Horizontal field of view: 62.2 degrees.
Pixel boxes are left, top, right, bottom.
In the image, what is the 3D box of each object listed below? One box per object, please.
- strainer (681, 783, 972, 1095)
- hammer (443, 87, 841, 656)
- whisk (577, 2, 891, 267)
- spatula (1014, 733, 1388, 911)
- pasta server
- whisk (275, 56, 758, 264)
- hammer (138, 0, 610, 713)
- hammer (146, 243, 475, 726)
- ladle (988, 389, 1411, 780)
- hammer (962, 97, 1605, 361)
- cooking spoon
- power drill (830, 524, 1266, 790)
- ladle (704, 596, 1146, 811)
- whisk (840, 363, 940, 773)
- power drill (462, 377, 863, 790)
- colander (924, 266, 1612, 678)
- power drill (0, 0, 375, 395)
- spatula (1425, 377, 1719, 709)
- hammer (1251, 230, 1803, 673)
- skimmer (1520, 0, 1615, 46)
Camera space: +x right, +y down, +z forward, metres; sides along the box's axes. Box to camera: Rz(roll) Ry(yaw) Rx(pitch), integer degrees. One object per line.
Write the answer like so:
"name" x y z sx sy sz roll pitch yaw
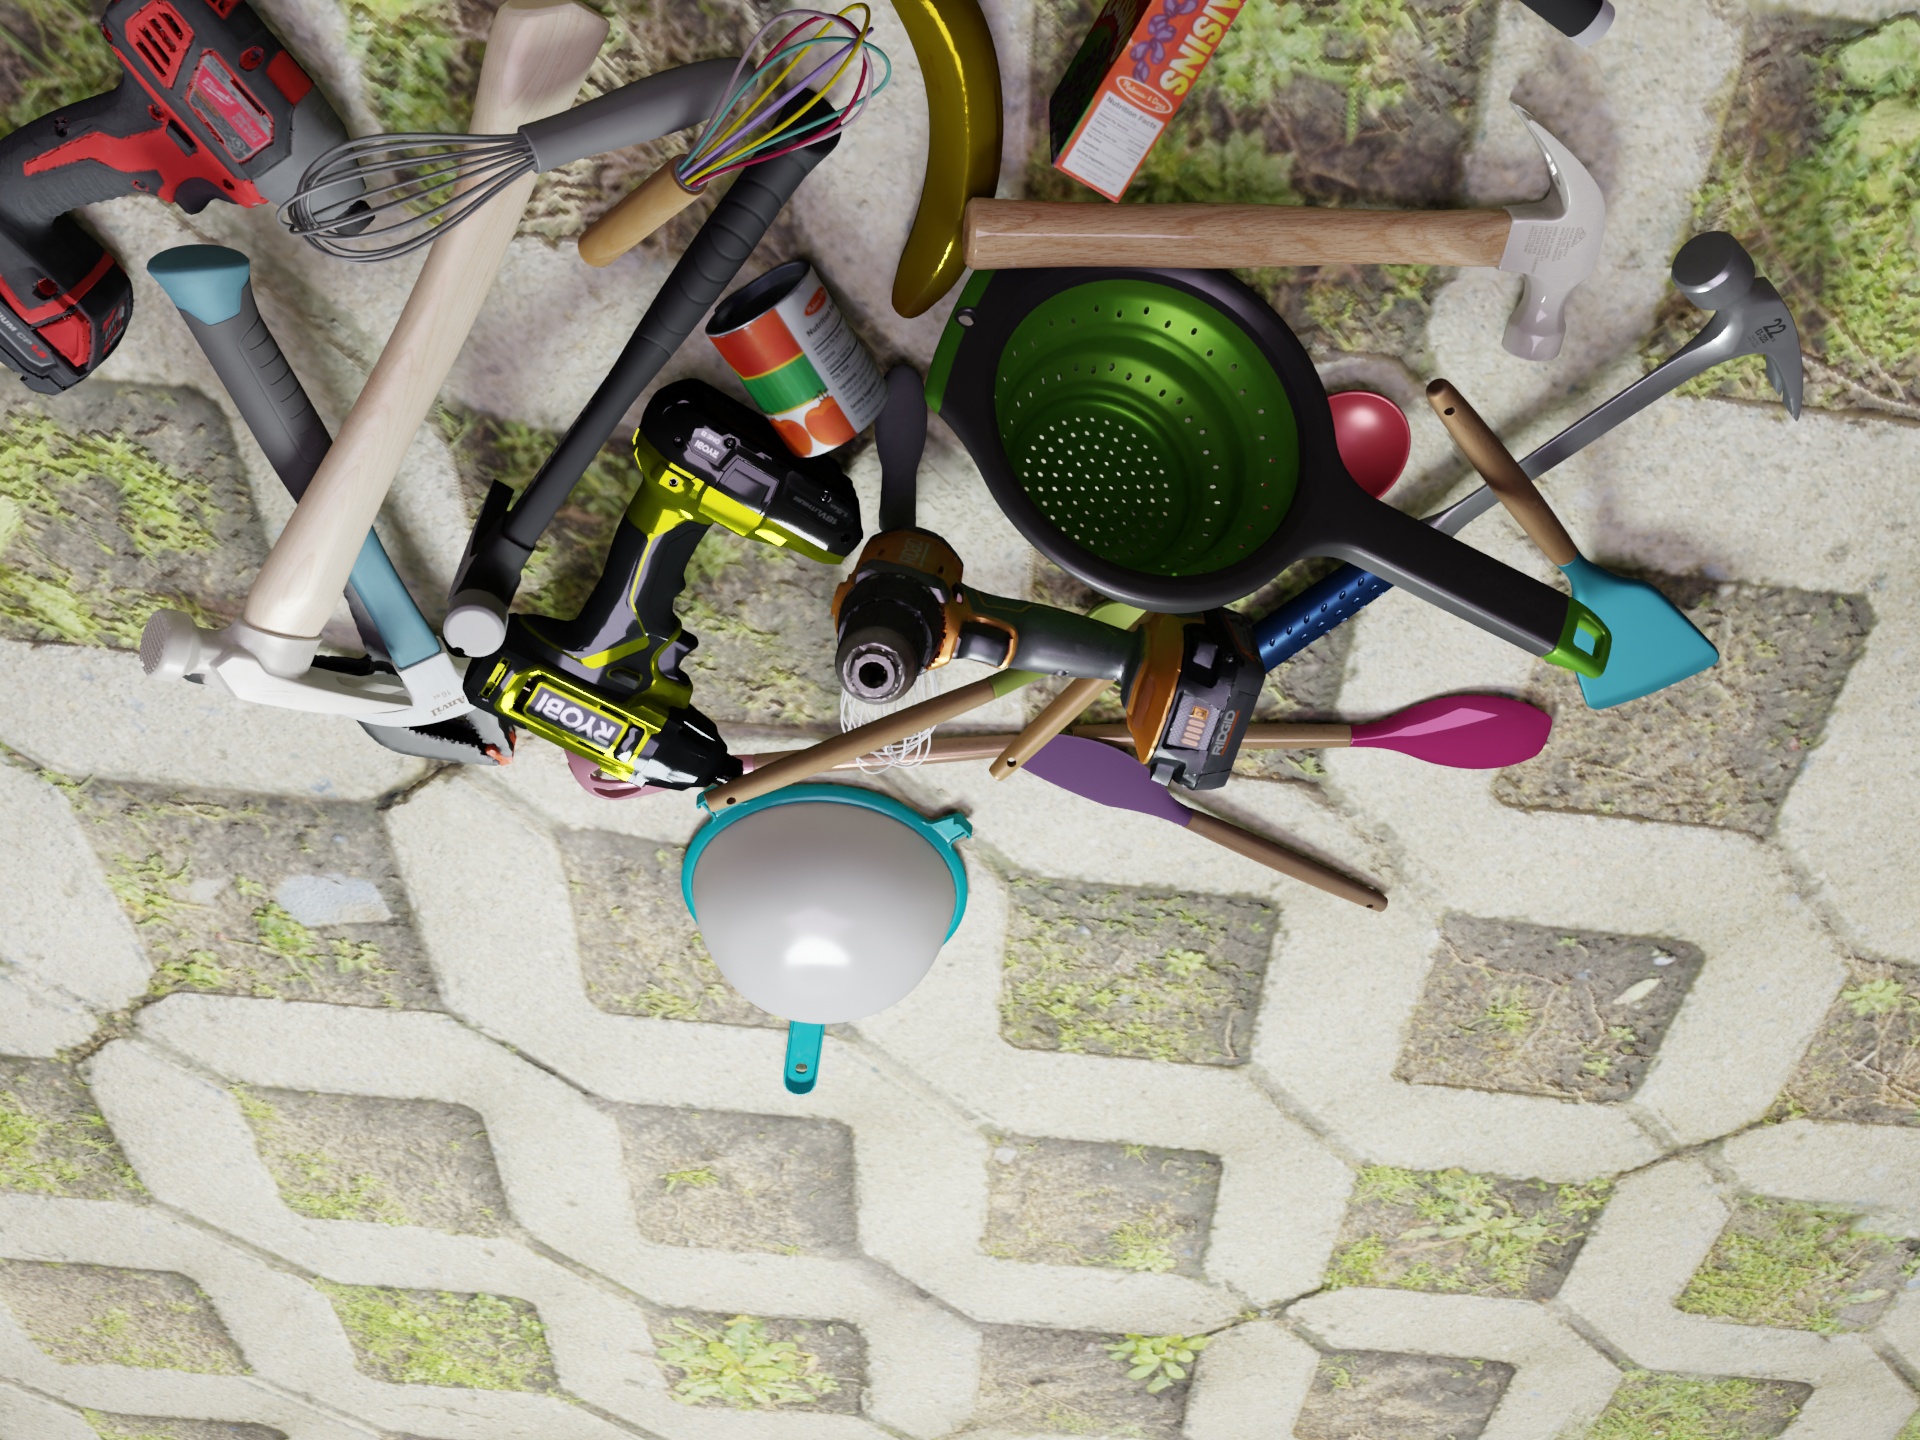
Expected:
"strainer" -0.110 0.199 1.184 0.211 0.095 0.340 7 130 -5
"hammer" -0.172 -0.190 0.846 0.035 0.146 0.334 32 113 -25
"whisk" -0.115 -0.271 0.756 0.051 0.047 0.245 -6 175 -41
"spatula" 0.180 0.076 1.115 0.315 0.018 0.059 25 139 -22
"pasta server" -0.112 0.023 1.078 0.316 0.040 0.060 -4 131 -1
"whisk" -0.201 -0.269 0.743 0.239 0.055 0.055 -27 134 -20
"hammer" -0.280 -0.177 0.829 0.146 0.038 0.410 13 117 -45
"hammer" -0.347 -0.118 0.887 0.128 0.033 0.330 -27 139 -13
"ladle" 0.132 -0.073 0.931 0.315 0.031 0.069 -43 99 11
"hammer" 0.167 -0.248 0.808 0.331 0.031 0.130 -1 129 -7
"cooking spoon" 0.234 0.011 1.064 0.319 0.017 0.068 0 134 1
"power drill" 0.041 -0.033 0.844 0.226 0.185 0.084 16 111 -1
"ladle" -0.002 -0.003 0.968 0.320 0.062 0.078 -22 130 -8
"whisk" -0.040 -0.083 0.965 0.070 0.070 0.284 3 127 -1
"power drill" -0.160 -0.067 0.922 0.171 0.080 0.223 28 109 -23
"colander" 0.162 -0.109 0.863 0.397 0.205 0.094 25 159 -7
"power drill" -0.411 -0.264 0.799 0.219 0.079 0.143 -26 126 18
"spatula" 0.336 -0.098 0.895 0.082 0.044 0.317 -26 142 30
"hammer" 0.290 -0.114 0.930 0.144 0.035 0.405 23 133 -40
"skimmer" 0.164 -0.395 0.662 0.363 0.090 0.127 26 95 -23
